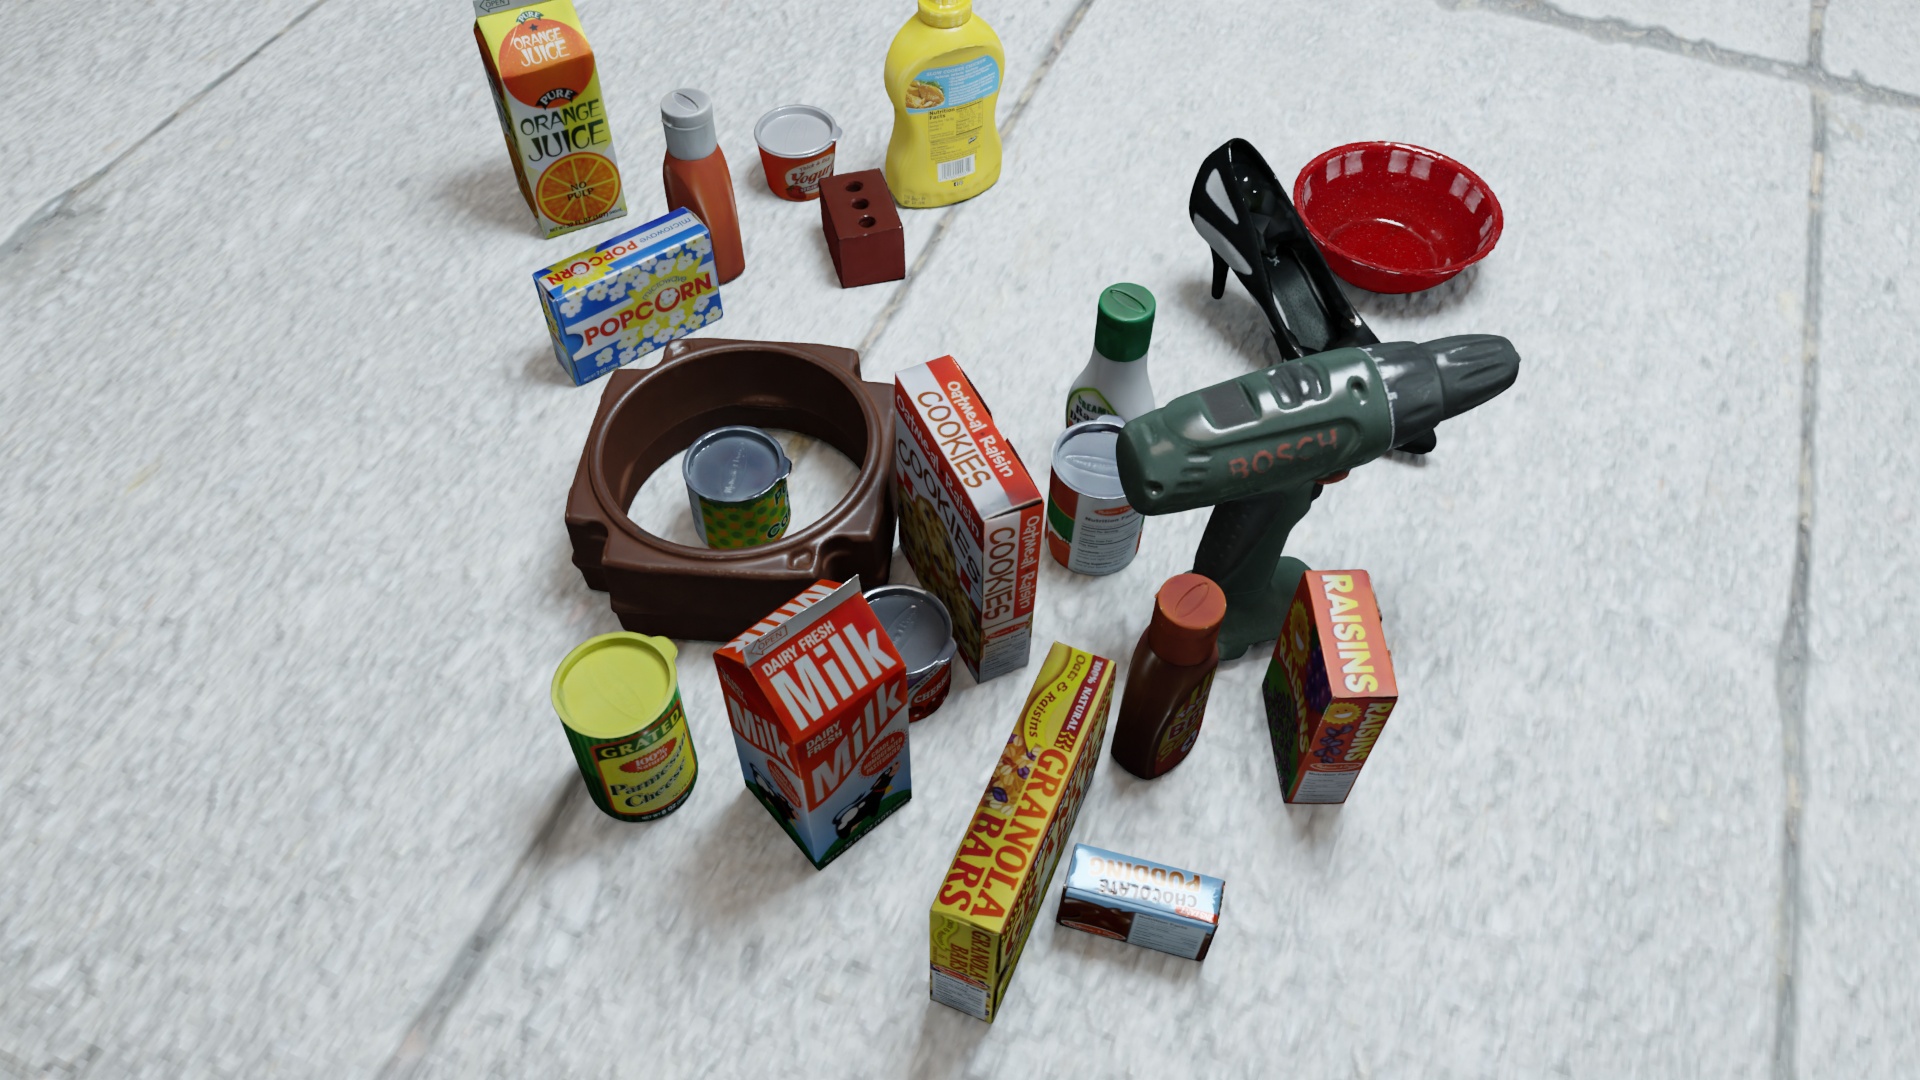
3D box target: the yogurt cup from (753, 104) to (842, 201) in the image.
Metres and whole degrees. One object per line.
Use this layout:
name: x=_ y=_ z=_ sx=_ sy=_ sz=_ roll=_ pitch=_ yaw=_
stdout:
yogurt cup: x=-0.134 y=-0.317 z=1.143 sx=0.072 sy=0.053 sz=0.073 roll=1 pitch=52 yaw=-1

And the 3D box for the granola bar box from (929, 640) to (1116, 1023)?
granola bar box: x=0.034 y=0.154 z=0.735 sx=0.039 sy=0.123 sz=0.166 roll=19 pitch=54 yaw=13

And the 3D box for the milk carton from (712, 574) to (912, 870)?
milk carton: x=-0.077 y=0.091 z=0.740 sx=0.072 sy=0.189 sz=0.073 roll=-34 pitch=60 yaw=-24

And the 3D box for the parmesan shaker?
parmesan shaker: x=-0.183 y=0.106 z=0.781 sx=0.071 sy=0.102 sz=0.072 roll=1 pitch=52 yaw=-1

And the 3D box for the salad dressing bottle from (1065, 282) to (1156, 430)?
salad dressing bottle: x=0.103 y=-0.106 z=0.925 sx=0.064 sy=0.146 sz=0.044 roll=37 pitch=60 yaw=24

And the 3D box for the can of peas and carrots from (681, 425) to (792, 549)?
can of peas and carrots: x=-0.144 y=-0.033 z=0.918 sx=0.071 sy=0.058 sz=0.071 roll=1 pitch=52 yaw=-1

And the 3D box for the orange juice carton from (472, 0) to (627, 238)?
orange juice carton: x=-0.316 y=-0.336 z=1.066 sx=0.072 sy=0.191 sz=0.073 roll=-22 pitch=56 yaw=-18

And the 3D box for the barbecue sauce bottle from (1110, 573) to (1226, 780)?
barbecue sauce bottle: x=0.119 y=0.075 z=0.783 sx=0.044 sy=0.147 sz=0.065 roll=35 pitch=59 yaw=23

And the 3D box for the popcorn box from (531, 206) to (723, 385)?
popcorn box: x=-0.239 y=-0.178 z=1.012 sx=0.127 sy=0.084 sz=0.038 roll=-31 pitch=59 yaw=-23

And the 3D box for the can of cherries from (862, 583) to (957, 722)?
can of cherries: x=-0.036 y=0.071 z=0.840 sx=0.071 sy=0.058 sz=0.072 roll=1 pitch=52 yaw=-1

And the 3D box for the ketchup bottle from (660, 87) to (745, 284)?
ketchup bottle: x=-0.197 y=-0.265 z=1.041 sx=0.044 sy=0.148 sz=0.065 roll=-36 pitch=61 yaw=-25

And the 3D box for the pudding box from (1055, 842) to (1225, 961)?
pudding box: x=0.096 y=0.196 z=0.751 sx=0.084 sy=0.049 sz=0.030 roll=12 pitch=53 yaw=8

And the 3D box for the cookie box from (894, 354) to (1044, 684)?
cookie box: x=0.003 y=-0.010 z=0.835 sx=0.040 sy=0.166 sz=0.123 roll=-20 pitch=55 yaw=-16

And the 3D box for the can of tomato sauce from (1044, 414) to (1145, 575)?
can of tomato sauce: x=0.089 y=-0.029 z=0.905 sx=0.071 sy=0.082 sz=0.071 roll=1 pitch=52 yaw=-1

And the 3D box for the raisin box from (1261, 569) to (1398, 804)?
raisin box: x=0.209 y=0.085 z=0.793 sx=0.040 sy=0.122 sz=0.086 roll=0 pitch=52 yaw=-1
